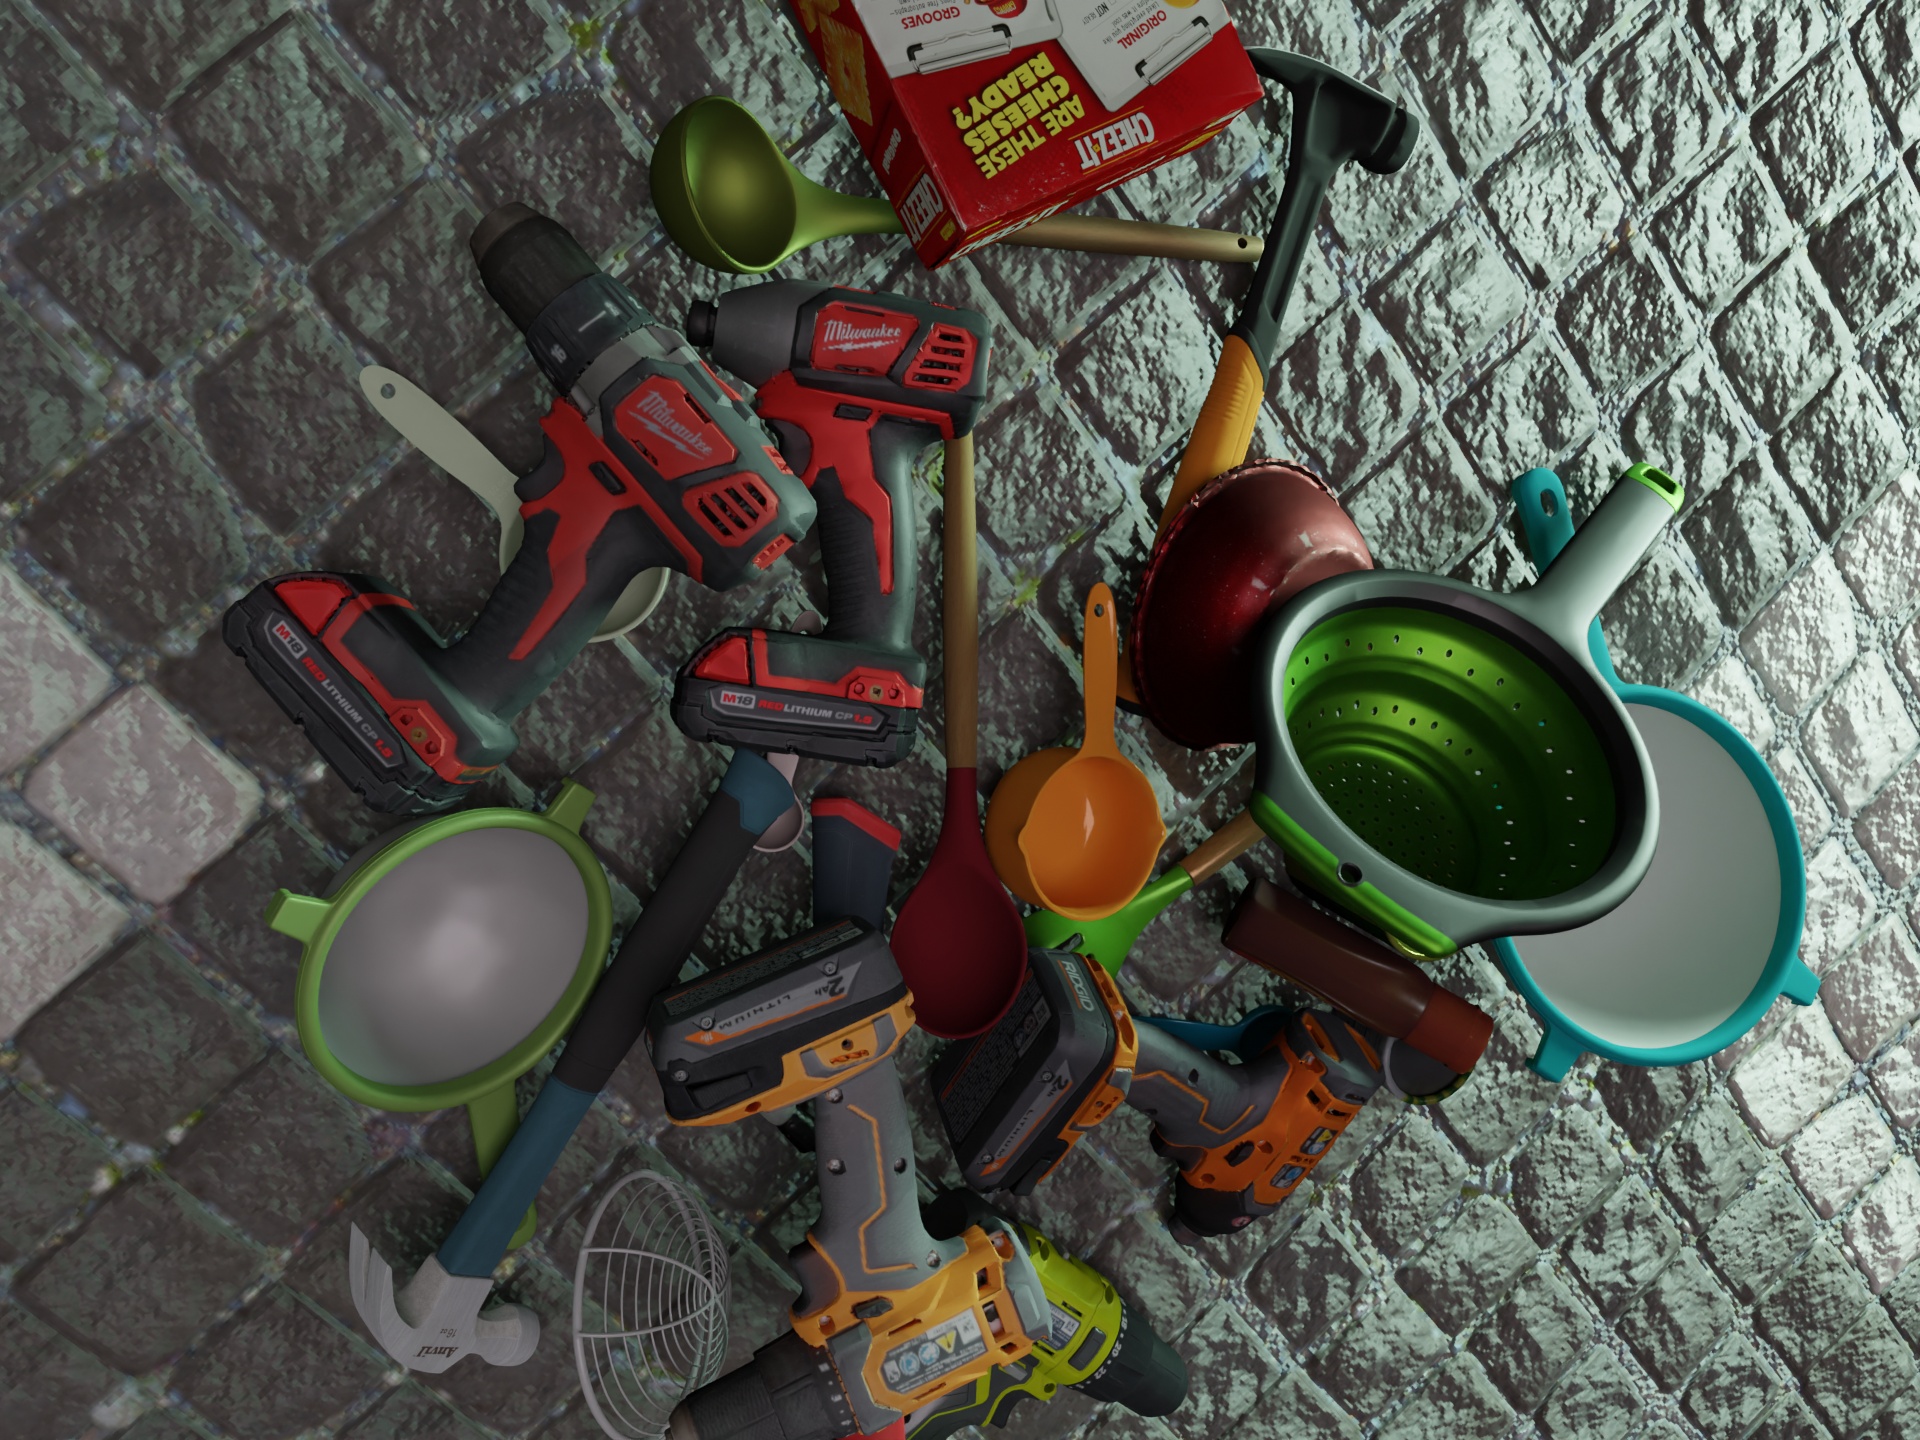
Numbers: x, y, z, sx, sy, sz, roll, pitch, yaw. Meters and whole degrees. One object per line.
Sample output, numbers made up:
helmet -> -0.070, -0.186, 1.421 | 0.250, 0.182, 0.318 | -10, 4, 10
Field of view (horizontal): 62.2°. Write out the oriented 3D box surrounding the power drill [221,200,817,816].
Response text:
power drill -> -0.199, -0.089, 0.680 | 0.226, 0.080, 0.188 | -40, 91, 2

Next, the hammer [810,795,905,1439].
hammer -> -0.067, 0.232, 0.804 | 0.143, 0.038, 0.386 | -3, 90, -7

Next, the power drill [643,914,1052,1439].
power drill -> -0.076, 0.227, 0.737 | 0.185, 0.084, 0.226 | -22, 98, -14

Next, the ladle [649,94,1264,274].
ladle -> 0.011, -0.243, 0.762 | 0.320, 0.062, 0.078 | -1, 87, -21

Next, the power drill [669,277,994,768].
power drill -> -0.070, -0.096, 0.750 | 0.143, 0.078, 0.219 | 9, 93, -8

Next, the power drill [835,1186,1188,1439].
power drill -> 0.006, 0.397, 0.883 | 0.190, 0.080, 0.228 | 40, 84, -20

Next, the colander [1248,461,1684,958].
colander -> 0.271, -0.012, 0.820 | 0.204, 0.094, 0.397 | 39, 54, 13

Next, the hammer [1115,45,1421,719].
hammer -> 0.134, -0.164, 0.817 | 0.127, 0.034, 0.337 | 10, 102, -34

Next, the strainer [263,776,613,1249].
strainer -> -0.242, 0.145, 0.762 | 0.151, 0.069, 0.256 | -24, 128, -35

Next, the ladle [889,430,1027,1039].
ladle -> -0.001, -0.003, 0.791 | 0.069, 0.031, 0.315 | 0, 88, 6

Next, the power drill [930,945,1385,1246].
power drill -> 0.101, 0.215, 0.861 | 0.226, 0.084, 0.164 | 19, 116, -29

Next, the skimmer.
skimmer -> -0.215, 0.401, 0.817 | 0.090, 0.127, 0.363 | 31, 104, 10

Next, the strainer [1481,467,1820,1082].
strainer -> 0.354, 0.028, 0.924 | 0.211, 0.095, 0.340 | -11, 84, -17

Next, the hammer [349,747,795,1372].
hammer -> -0.176, 0.161, 0.760 | 0.331, 0.033, 0.128 | -59, 144, -2

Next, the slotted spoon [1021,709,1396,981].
slotted spoon -> 0.145, 0.069, 0.887 | 0.314, 0.031, 0.070 | -35, 111, -10

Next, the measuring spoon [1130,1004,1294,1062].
measuring spoon -> 0.135, 0.176, 0.914 | 0.128, 0.021, 0.042 | 6, 111, -10

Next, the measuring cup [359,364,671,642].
measuring cup -> -0.206, -0.104, 0.735 | 0.167, 0.038, 0.083 | 41, 93, -4

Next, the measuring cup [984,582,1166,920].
measuring cup -> 0.057, 0.015, 0.831 | 0.095, 0.052, 0.173 | 0, 93, -33

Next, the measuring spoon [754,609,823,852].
measuring spoon -> -0.087, 0.005, 0.805 | 0.034, 0.018, 0.124 | 11, 91, -8
